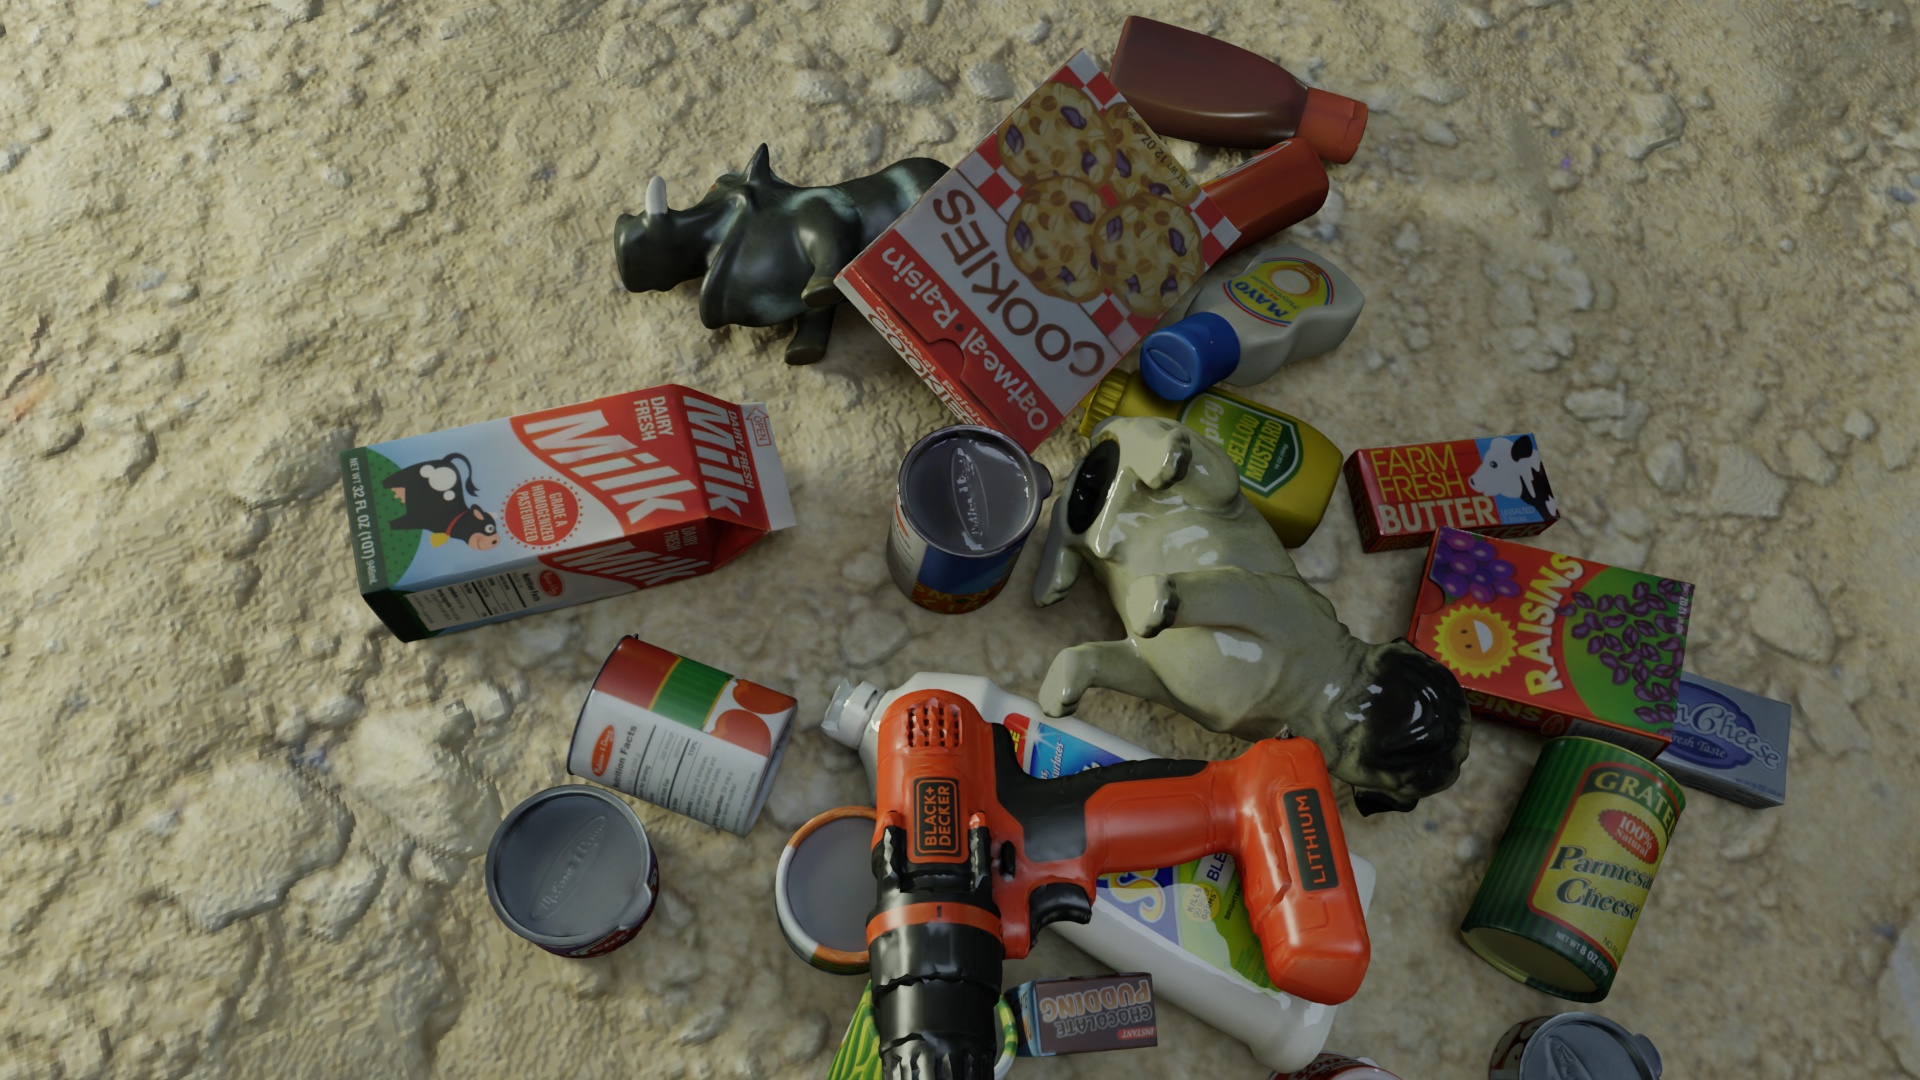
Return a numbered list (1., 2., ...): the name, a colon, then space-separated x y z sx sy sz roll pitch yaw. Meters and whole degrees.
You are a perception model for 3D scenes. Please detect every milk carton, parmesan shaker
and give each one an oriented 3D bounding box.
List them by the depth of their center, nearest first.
1. parmesan shaker: 0.286 0.153 0.644 0.071 0.071 0.103 32 68 6
2. milk carton: -0.177 -0.017 0.650 0.191 0.073 0.072 -13 70 -12

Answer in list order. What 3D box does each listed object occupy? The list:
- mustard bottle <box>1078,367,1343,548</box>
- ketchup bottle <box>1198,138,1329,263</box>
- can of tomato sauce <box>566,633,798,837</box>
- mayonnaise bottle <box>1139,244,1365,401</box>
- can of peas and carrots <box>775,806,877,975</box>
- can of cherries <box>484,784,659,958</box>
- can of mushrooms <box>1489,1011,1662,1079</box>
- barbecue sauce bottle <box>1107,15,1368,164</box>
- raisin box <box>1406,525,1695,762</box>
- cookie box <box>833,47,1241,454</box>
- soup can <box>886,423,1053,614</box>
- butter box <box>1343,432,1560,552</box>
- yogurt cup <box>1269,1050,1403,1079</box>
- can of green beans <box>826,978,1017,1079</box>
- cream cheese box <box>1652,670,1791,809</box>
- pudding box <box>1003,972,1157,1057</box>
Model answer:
1. mustard bottle: 0.113 -0.052 0.714 0.160 0.048 0.065 24 64 3
2. ketchup bottle: 0.125 -0.168 0.759 0.149 0.064 0.043 -28 91 -8
3. can of tomato sauce: -0.122 0.086 0.620 0.083 0.071 0.071 20 67 1
4. mayonnaise bottle: 0.149 -0.111 0.718 0.065 0.041 0.149 41 45 21
5. can of peas and carrots: -0.045 0.152 0.606 0.071 0.058 0.071 3 68 -6
6. can of cherries: -0.162 0.145 0.594 0.071 0.058 0.072 3 67 -7
7. can of mushrooms: 0.277 0.246 0.622 0.071 0.033 0.071 2 67 -6
8. barbecue sauce bottle: 0.160 -0.256 0.807 0.148 0.043 0.065 15 67 -1
9. raisin box: 0.285 0.050 0.683 0.123 0.040 0.086 15 67 17
10. cookie box: 0.040 -0.138 0.680 0.123 0.040 0.168 47 74 -10
11. soup can: 0.002 -0.008 0.664 0.071 0.083 0.071 3 68 -6
12. butter box: 0.259 -0.026 0.736 0.104 0.024 0.053 -6 68 -10
13. yogurt cup: 0.166 0.254 0.594 0.072 0.053 0.072 2 68 -6
14. can of green beans: -0.016 0.213 0.570 0.071 0.057 0.071 15 32 -10
15. cream cheese box: 0.363 0.094 0.699 0.104 0.024 0.053 18 66 0
16. pudding box: 0.048 0.200 0.584 0.050 0.083 0.030 -1 70 -8
